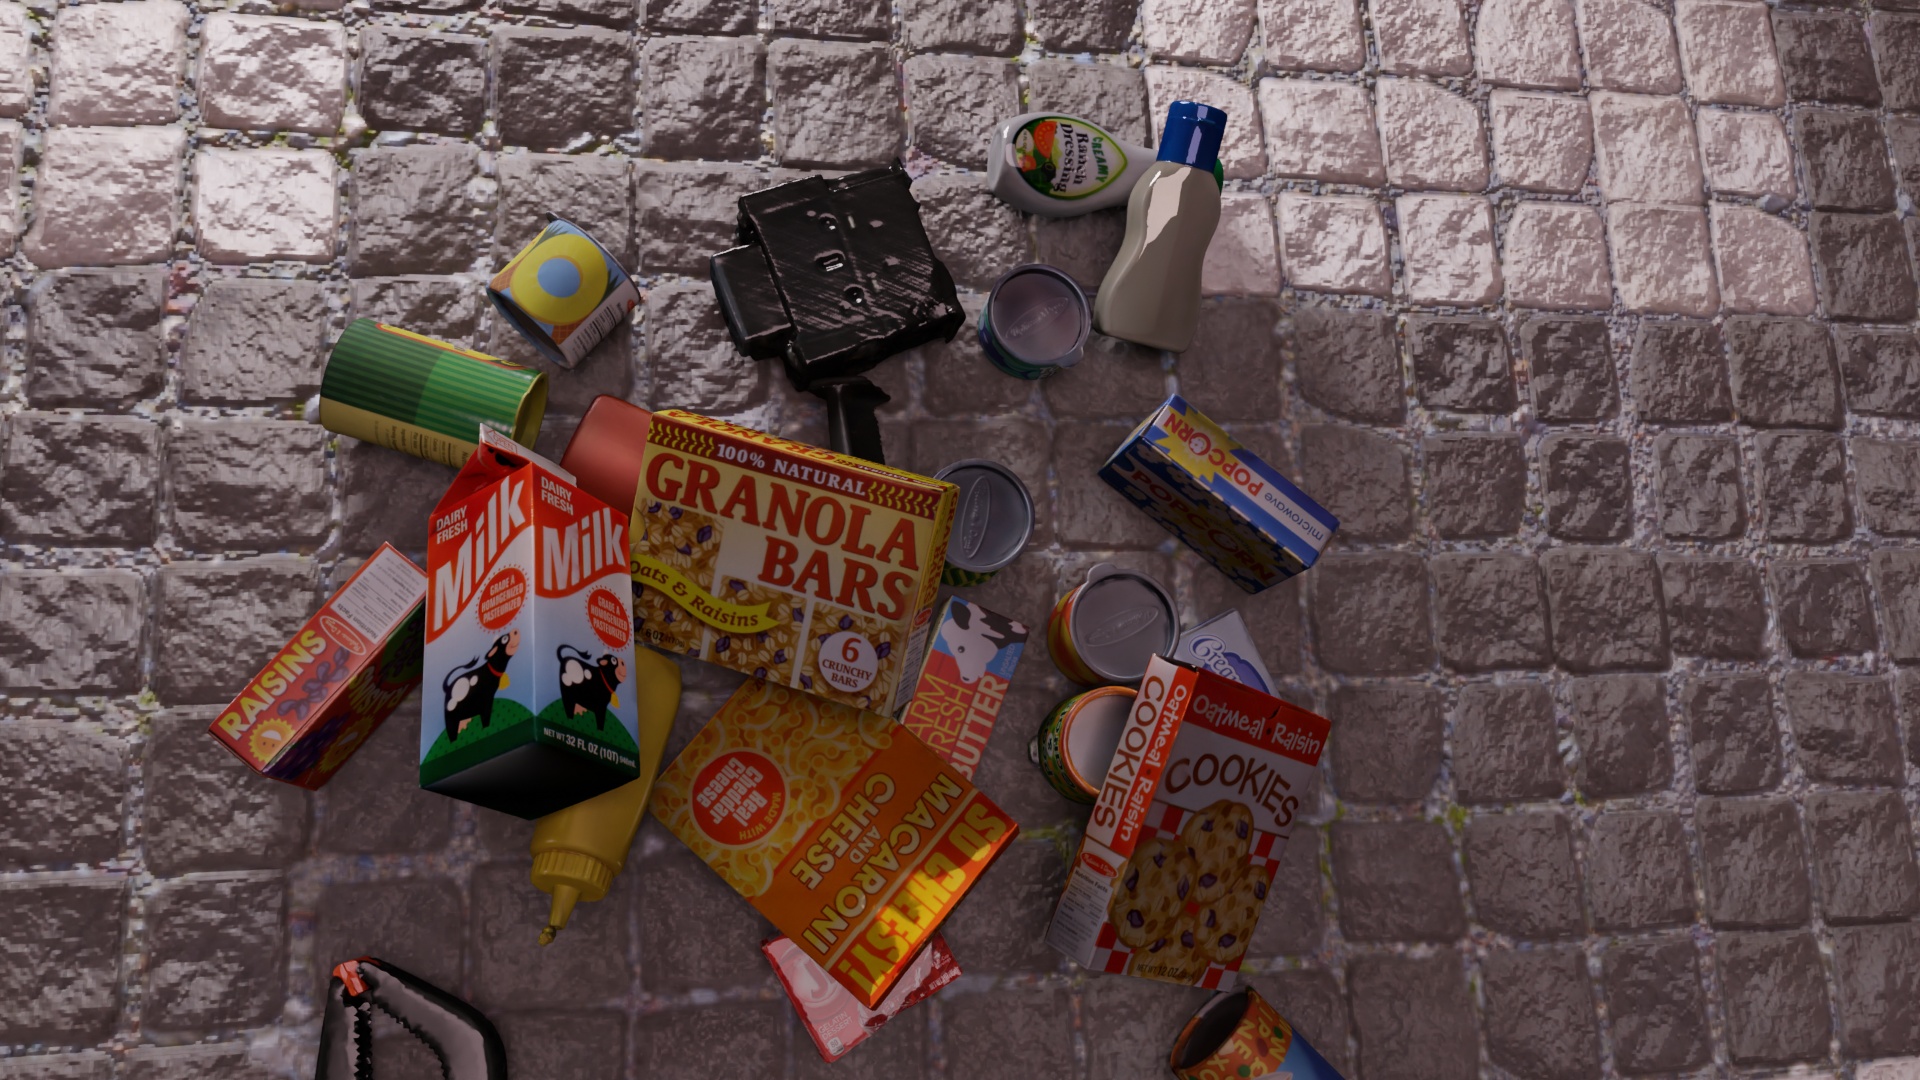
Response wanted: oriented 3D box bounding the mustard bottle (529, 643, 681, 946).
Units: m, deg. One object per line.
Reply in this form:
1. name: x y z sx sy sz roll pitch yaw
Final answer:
1. mustard bottle: -0.189 0.133 0.720 0.049 0.065 0.161 29 52 -25

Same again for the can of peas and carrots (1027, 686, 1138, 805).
1. can of peas and carrots: 0.080 0.119 0.803 0.071 0.058 0.071 2 78 -11

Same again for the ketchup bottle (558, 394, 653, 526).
1. ketchup bottle: -0.152 -0.026 0.795 0.149 0.043 0.065 25 82 -5

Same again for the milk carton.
1. milk carton: -0.214 0.033 0.692 0.073 0.072 0.191 -23 57 20

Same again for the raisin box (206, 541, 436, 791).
1. raisin box: -0.315 0.068 0.721 0.040 0.086 0.124 38 74 4

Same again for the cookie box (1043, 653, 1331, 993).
1. cookie box: 0.129 0.158 0.767 0.123 0.040 0.167 23 87 -38

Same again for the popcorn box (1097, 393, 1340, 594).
1. popcorn box: 0.153 -0.025 0.834 0.127 0.085 0.038 38 73 -1

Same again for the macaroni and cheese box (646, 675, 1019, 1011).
1. macaroni and cheese box: -0.070 0.150 0.753 0.167 0.040 0.124 37 75 15

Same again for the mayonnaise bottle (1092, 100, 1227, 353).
1. mayonnaise bottle: 0.129 -0.194 0.861 0.065 0.041 0.147 12 99 -15

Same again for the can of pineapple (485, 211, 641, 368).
1. can of pineapple: -0.228 -0.142 0.793 0.071 0.071 0.058 40 74 -1

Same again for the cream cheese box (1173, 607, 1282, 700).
1. cream cheese box: 0.165 0.099 0.842 0.053 0.024 0.104 -24 84 -15

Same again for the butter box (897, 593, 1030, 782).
1. butter box: -0.002 0.089 0.811 0.053 0.024 0.104 23 75 -5

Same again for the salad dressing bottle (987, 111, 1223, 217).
1. salad dressing bottle: 0.093 -0.236 0.888 0.148 0.044 0.064 4 85 -12

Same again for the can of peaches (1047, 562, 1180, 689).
1. can of peaches: 0.088 0.051 0.819 0.071 0.058 0.071 2 78 -10

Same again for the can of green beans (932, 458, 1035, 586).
1. can of green beans: 0.005 -0.009 0.815 0.071 0.057 0.071 2 78 -11

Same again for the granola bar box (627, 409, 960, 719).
1. granola bar box: -0.095 0.010 0.737 0.166 0.039 0.124 15 101 12

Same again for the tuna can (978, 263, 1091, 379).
1. tuna can: 0.047 -0.133 0.863 0.071 0.032 0.071 2 78 -11

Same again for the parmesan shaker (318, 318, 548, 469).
1. parmesan shaker: -0.288 -0.078 0.765 0.103 0.071 0.071 17 76 -7

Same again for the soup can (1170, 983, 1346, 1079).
1. soup can: 0.168 0.303 0.776 0.084 0.071 0.071 44 74 1
